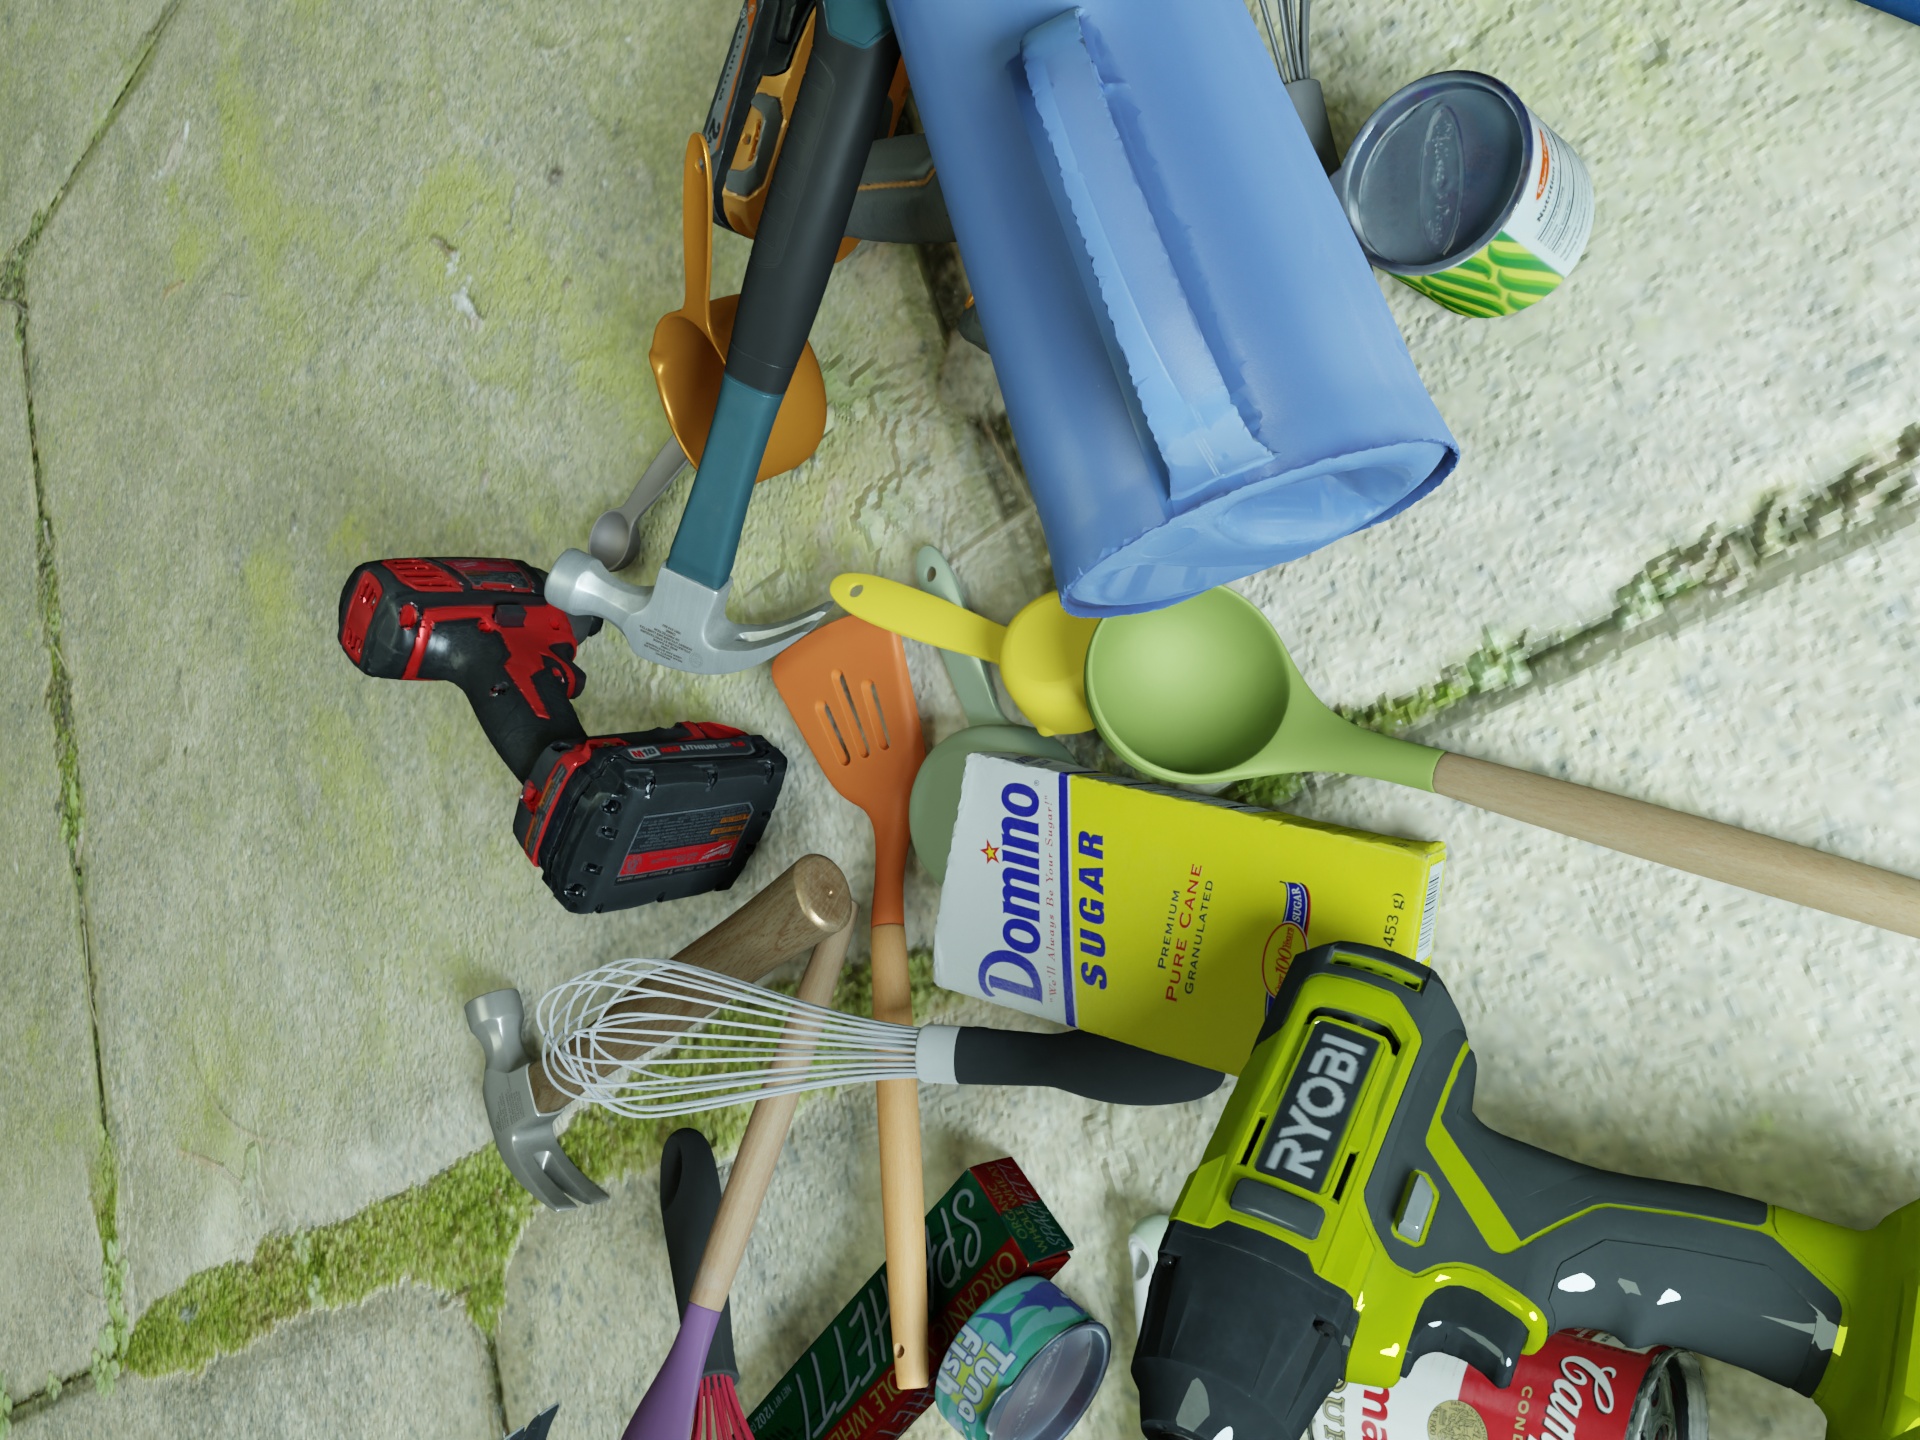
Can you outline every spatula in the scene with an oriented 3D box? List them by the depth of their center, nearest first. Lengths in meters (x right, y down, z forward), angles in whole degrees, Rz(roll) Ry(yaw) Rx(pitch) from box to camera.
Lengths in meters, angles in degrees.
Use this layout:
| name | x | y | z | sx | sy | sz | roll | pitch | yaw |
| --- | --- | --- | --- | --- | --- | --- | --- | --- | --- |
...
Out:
| name | x | y | z | sx | sy | sz | roll | pitch | yaw |
| --- | --- | --- | --- | --- | --- | --- | --- | --- | --- |
| spatula | -0.037 | 0.111 | 0.679 | 0.081 | 0.041 | 0.323 | -21 | 63 | 37 |
| spatula | -0.101 | 0.225 | 0.683 | 0.060 | 0.018 | 0.316 | -7 | 59 | 55 |

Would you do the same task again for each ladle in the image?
| name | x | y | z | sx | sy | sz | roll | pitch | yaw |
| --- | --- | --- | --- | --- | --- | --- | --- | --- | --- |
| ladle | 0.177 | 0.018 | 0.511 | 0.320 | 0.062 | 0.078 | 18 | 69 | 37 |

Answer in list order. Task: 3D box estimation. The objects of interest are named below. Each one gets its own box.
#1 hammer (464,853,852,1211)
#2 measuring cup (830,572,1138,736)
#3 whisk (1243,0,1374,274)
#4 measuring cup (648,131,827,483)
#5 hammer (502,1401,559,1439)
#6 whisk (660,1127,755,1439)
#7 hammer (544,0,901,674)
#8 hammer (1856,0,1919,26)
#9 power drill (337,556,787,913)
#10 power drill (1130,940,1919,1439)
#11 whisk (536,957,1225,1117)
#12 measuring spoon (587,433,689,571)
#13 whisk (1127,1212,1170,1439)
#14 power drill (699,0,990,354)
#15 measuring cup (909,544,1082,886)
| name | x | y | z | sx | sy | sz | roll | pitch | yaw |
| --- | --- | --- | --- | --- | --- | --- | --- | --- | --- |
| hammer | -0.153 | 0.147 | 0.772 | 0.331 | 0.031 | 0.130 | -37 | 66 | 42 |
| measuring cup | 0.003 | -0.041 | 0.657 | 0.157 | 0.029 | 0.062 | 21 | 74 | 30 |
| whisk | 0.115 | -0.222 | 0.572 | 0.055 | 0.055 | 0.239 | -14 | 91 | 39 |
| measuring cup | -0.098 | -0.187 | 0.723 | 0.095 | 0.052 | 0.173 | 44 | 145 | 32 |
| hammer | -0.073 | 0.439 | 0.682 | 0.409 | 0.036 | 0.149 | 15 | 116 | 37 |
| whisk | -0.105 | 0.306 | 0.688 | 0.073 | 0.073 | 0.296 | -48 | 39 | 27 |
| hammer | -0.084 | -0.156 | 0.669 | 0.128 | 0.033 | 0.330 | 26 | 124 | 3 |
| hammer | 0.203 | -0.305 | 0.530 | 0.406 | 0.035 | 0.144 | 46 | 115 | 34 |
| power drill | -0.194 | -0.007 | 0.785 | 0.220 | 0.143 | 0.078 | 41 | 116 | 29 |
| power drill | 0.165 | 0.165 | 0.417 | 0.223 | 0.171 | 0.080 | 16 | 141 | 25 |
| whisk | -0.039 | 0.130 | 0.630 | 0.284 | 0.070 | 0.070 | 0 | 85 | 15 |
| measuring spoon | -0.155 | -0.126 | 0.840 | 0.124 | 0.018 | 0.034 | -47 | 58 | 19 |
| whisk | 0.081 | 0.306 | 0.574 | 0.058 | 0.059 | 0.246 | 146 | 123 | -64 |
| power drill | 0.000 | -0.261 | 0.675 | 0.226 | 0.084 | 0.185 | 30 | 105 | 34 |
| measuring cup | -0.001 | -0.002 | 0.675 | 0.083 | 0.038 | 0.168 | -30 | 69 | 35 |
